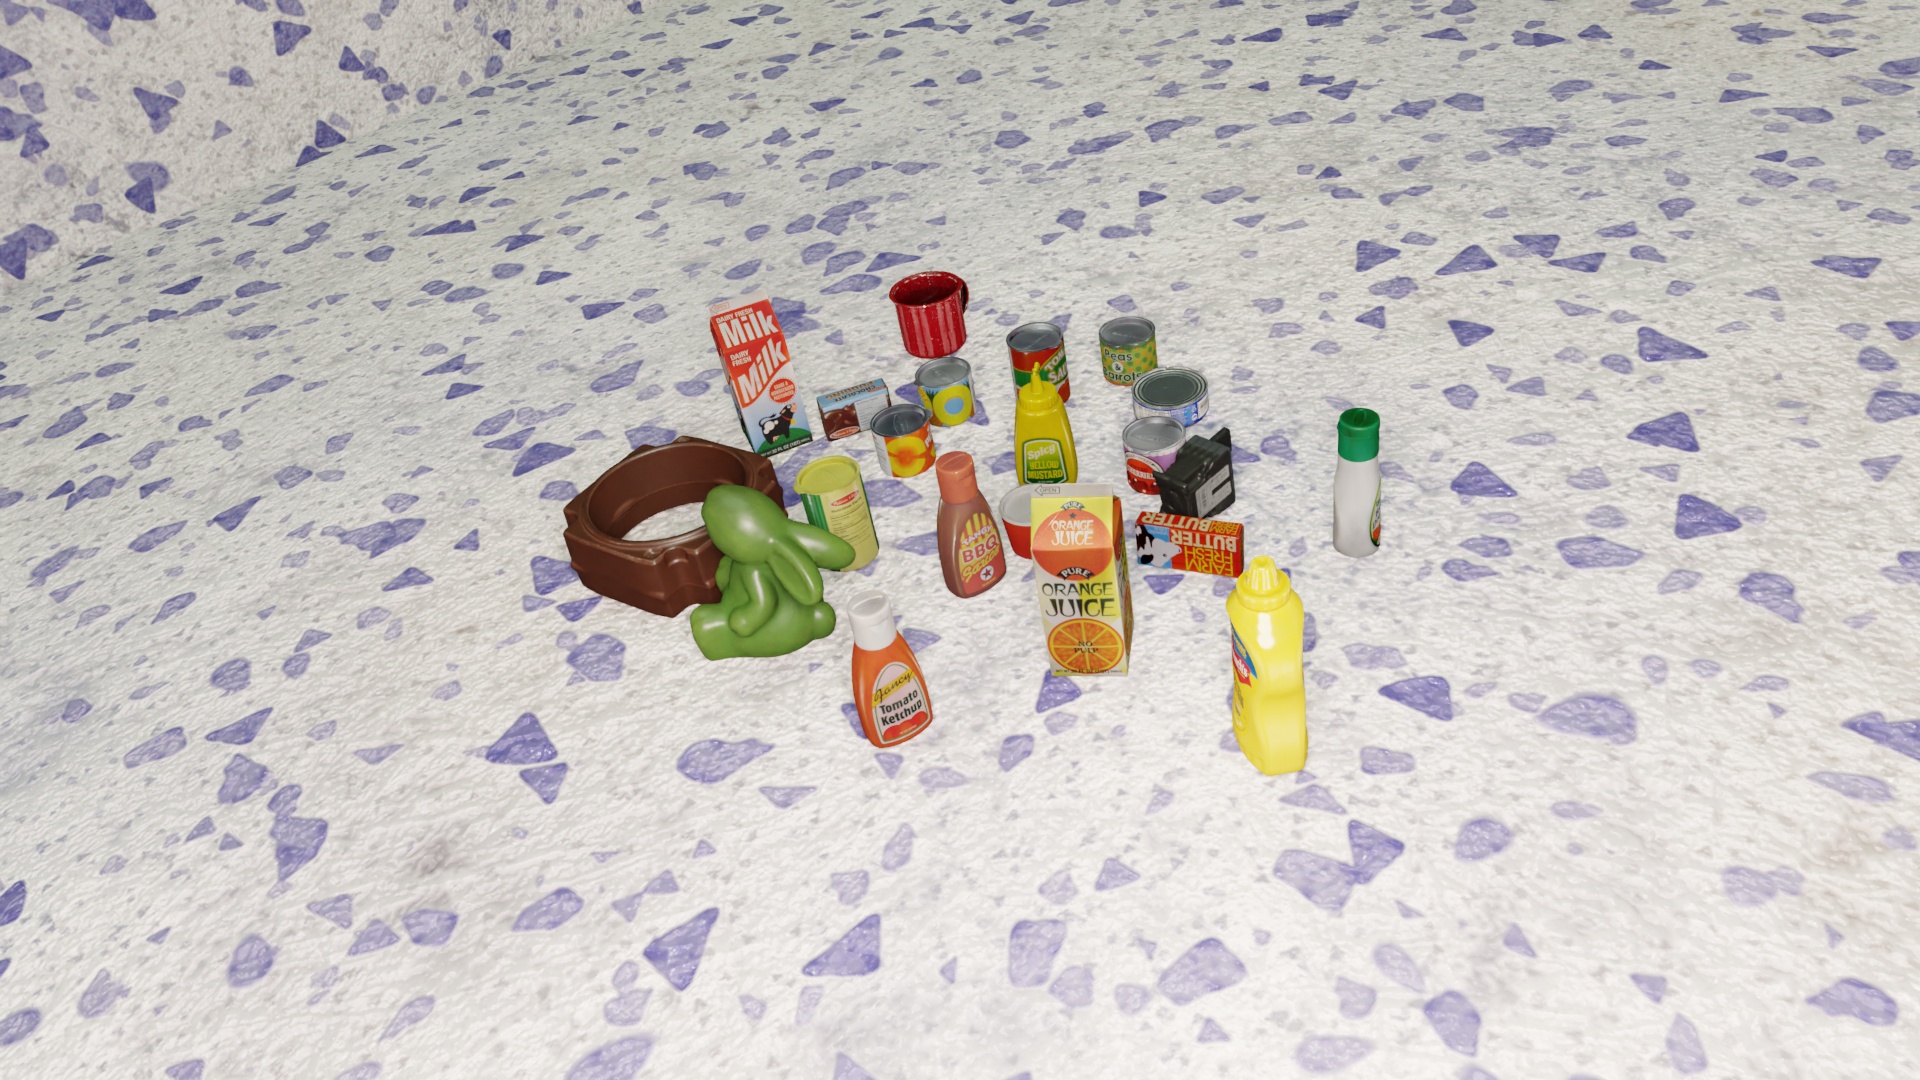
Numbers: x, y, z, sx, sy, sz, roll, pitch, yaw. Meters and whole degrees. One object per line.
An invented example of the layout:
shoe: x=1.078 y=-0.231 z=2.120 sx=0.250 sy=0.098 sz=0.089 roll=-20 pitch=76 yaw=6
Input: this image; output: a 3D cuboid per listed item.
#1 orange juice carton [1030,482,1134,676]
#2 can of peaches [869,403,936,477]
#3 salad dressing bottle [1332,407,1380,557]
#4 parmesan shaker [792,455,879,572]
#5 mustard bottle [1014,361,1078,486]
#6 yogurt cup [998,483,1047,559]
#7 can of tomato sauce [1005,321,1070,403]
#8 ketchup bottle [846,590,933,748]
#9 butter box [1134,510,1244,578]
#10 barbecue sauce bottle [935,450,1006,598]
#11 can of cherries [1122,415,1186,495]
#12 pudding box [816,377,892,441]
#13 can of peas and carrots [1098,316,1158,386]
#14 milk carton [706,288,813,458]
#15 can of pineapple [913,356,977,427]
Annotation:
orange juice carton: x=0.107 y=0.027 z=1.221 sx=0.072 sy=0.191 sz=0.073 roll=-1 pitch=38 yaw=13
can of peaches: x=-0.061 y=-0.112 z=1.556 sx=0.071 sy=0.057 sz=0.071 roll=-7 pitch=37 yaw=5
salad dressing bottle: x=0.370 y=-0.053 z=1.295 sx=0.044 sy=0.147 sz=0.064 roll=6 pitch=40 yaw=21
parmesan shaker: x=-0.128 y=-0.026 z=1.423 sx=0.071 sy=0.102 sz=0.072 roll=-7 pitch=37 yaw=6
mustard bottle: x=0.084 y=-0.113 z=1.435 sx=0.065 sy=0.159 sz=0.049 roll=-4 pitch=38 yaw=10
yogurt cup: x=0.075 y=-0.017 z=1.401 sx=0.072 sy=0.053 sz=0.073 roll=-7 pitch=37 yaw=5
can of tomato sauce: x=0.093 y=-0.201 z=1.611 sx=0.071 sy=0.082 sz=0.071 roll=-7 pitch=37 yaw=6
ketchup bottle: x=-0.066 y=0.109 z=1.194 sx=0.065 sy=0.148 sz=0.044 roll=-25 pitch=39 yaw=-18
butter box: x=0.221 y=0.004 z=1.337 sx=0.103 sy=0.052 sz=0.024 roll=8 pitch=41 yaw=23
barbecue sauce bottle: x=0.005 y=-0.017 z=1.340 sx=0.065 sy=0.147 sz=0.044 roll=-31 pitch=41 yaw=-24
can of cherries: x=0.203 y=-0.088 z=1.456 sx=0.071 sy=0.058 sz=0.072 roll=-7 pitch=37 yaw=5
pudding box: x=-0.124 y=-0.154 z=1.633 sx=0.084 sy=0.049 sz=0.030 roll=-19 pitch=38 yaw=-10
can of peas and carrots: x=0.197 y=-0.221 z=1.631 sx=0.071 sy=0.058 sz=0.071 roll=-7 pitch=37 yaw=5
milk carton: x=-0.233 y=-0.196 z=1.600 sx=0.072 sy=0.189 sz=0.074 roll=-21 pitch=38 yaw=-12
can of pineapple: x=-0.018 y=-0.173 z=1.624 sx=0.071 sy=0.057 sz=0.071 roll=-7 pitch=37 yaw=5
